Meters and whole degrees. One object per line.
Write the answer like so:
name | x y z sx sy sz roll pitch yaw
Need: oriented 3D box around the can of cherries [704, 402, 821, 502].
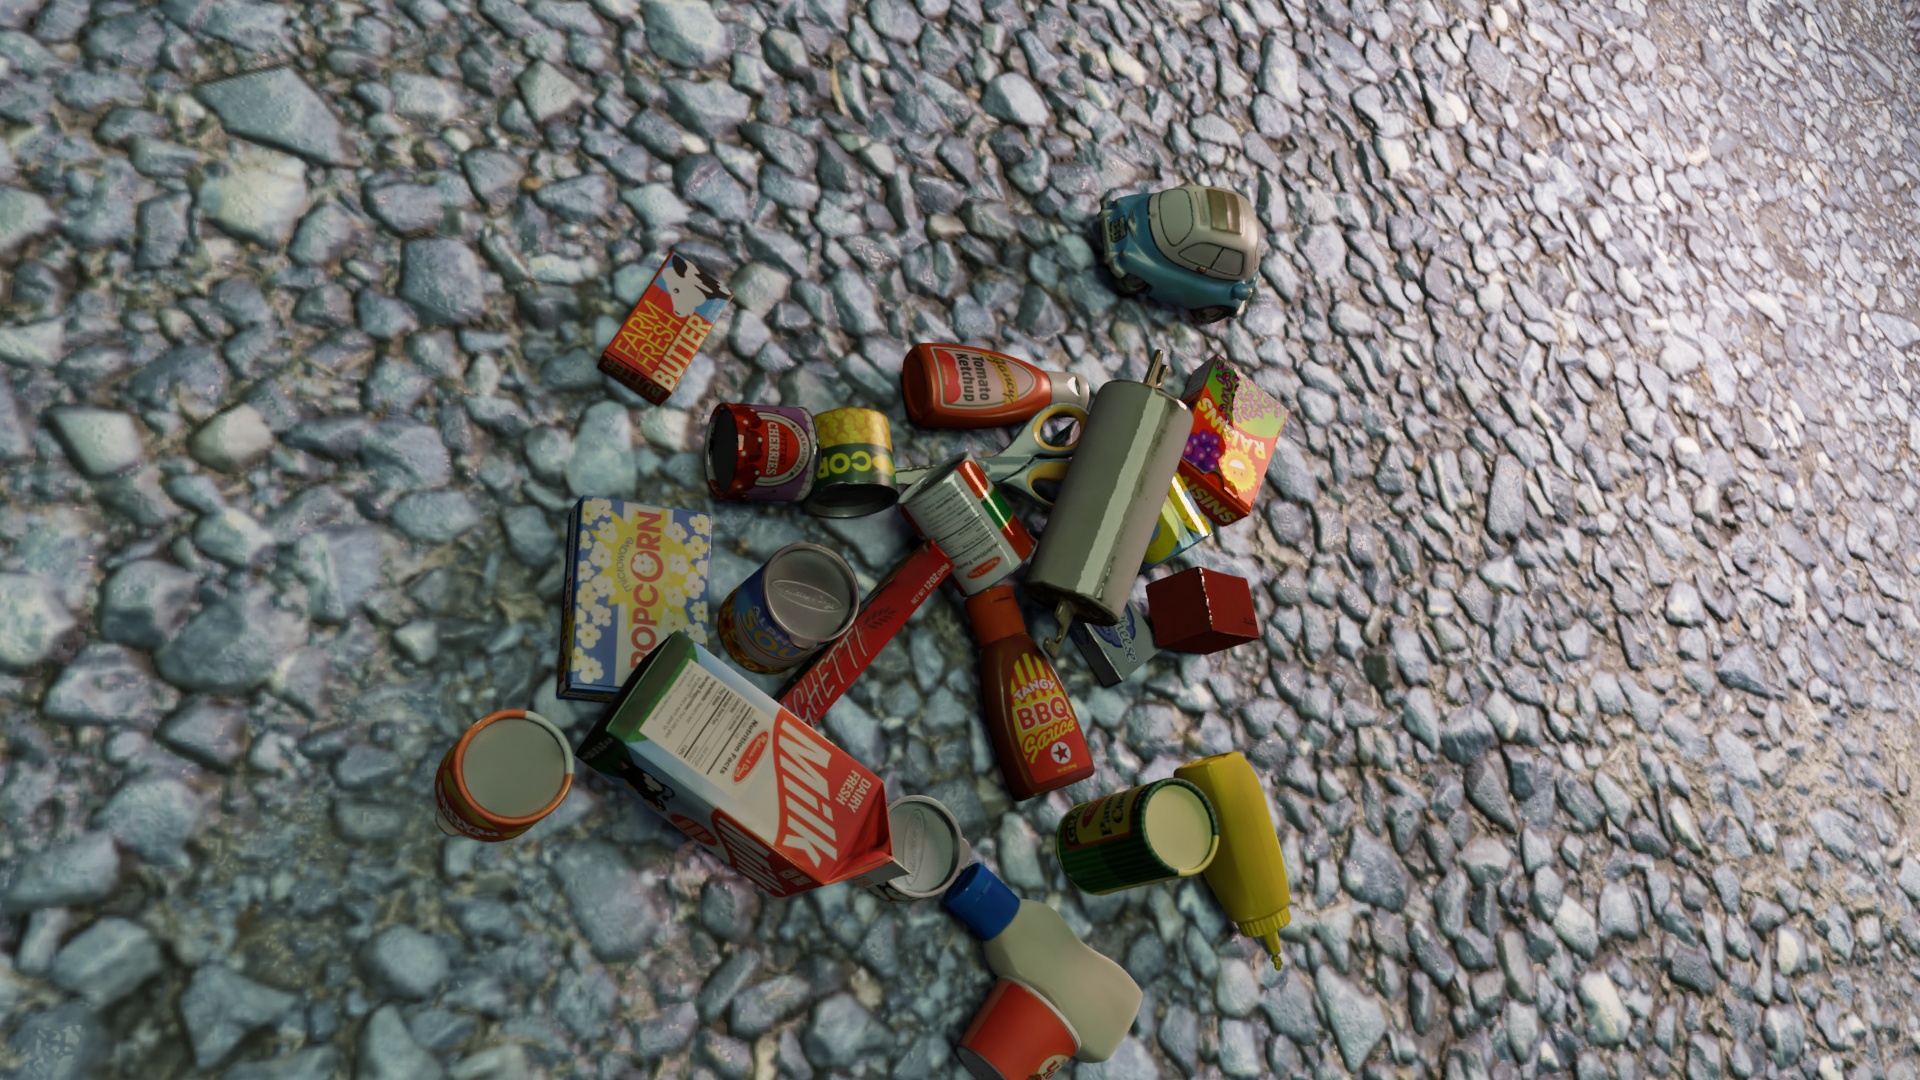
can of cherries | -0.134 -0.060 0.936 0.058 0.071 0.071 2 69 -30

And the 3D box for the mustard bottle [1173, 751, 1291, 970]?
mustard bottle | 0.208 0.237 1.023 0.049 0.065 0.160 -17 85 -29

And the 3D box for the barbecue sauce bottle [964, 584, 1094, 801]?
barbecue sauce bottle | 0.043 0.106 0.989 0.065 0.043 0.149 -12 76 -32

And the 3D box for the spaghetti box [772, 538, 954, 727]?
spaghetti box | -0.091 0.091 0.912 0.028 0.050 0.251 46 55 -6

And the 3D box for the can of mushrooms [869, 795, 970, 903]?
can of mushrooms | -0.032 0.203 0.910 0.071 0.033 0.071 12 64 -26

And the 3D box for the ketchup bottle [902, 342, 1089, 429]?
ketchup bottle | 0.029 -0.116 1.075 0.149 0.043 0.065 0 70 -31

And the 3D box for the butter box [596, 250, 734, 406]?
butter box | -0.203 -0.147 0.961 0.053 0.024 0.104 34 57 -16

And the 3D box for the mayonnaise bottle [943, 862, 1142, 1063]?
mayonnaise bottle | 0.053 0.277 0.926 0.148 0.041 0.065 45 53 -6

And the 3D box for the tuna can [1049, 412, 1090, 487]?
tuna can | 0.103 -0.065 1.103 0.071 0.032 0.071 12 65 -27

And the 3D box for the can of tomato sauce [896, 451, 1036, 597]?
can of tomato sauce | 0.004 -0.012 0.992 0.083 0.071 0.071 54 53 -13

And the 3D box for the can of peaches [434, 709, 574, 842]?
can of peaches | -0.260 0.135 0.788 0.071 0.058 0.071 12 64 -27

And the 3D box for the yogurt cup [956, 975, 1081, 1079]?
yogurt cup | 0.034 0.320 0.883 0.072 0.072 0.054 49 62 -4

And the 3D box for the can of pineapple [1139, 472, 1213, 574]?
can of pineapple | 0.158 -0.015 1.093 0.071 0.070 0.058 -27 85 -36

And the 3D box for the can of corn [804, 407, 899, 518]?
can of corn | -0.080 -0.054 0.967 0.071 0.071 0.058 3 68 -30

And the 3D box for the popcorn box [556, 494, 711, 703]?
popcorn box | -0.204 0.039 0.874 0.085 0.038 0.127 10 65 -28

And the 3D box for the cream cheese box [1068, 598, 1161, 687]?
cream cheese box | 0.105 0.055 1.060 0.053 0.024 0.104 -32 89 -37

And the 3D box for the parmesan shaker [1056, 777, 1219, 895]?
parmesan shaker | 0.123 0.203 0.959 0.071 0.102 0.071 12 64 -26

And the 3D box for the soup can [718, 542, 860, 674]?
soup can | -0.113 0.048 0.896 0.071 0.083 0.071 12 65 -26

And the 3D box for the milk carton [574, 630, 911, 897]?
milk carton | -0.117 0.143 0.800 0.190 0.072 0.074 38 57 -11

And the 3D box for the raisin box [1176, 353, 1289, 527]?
raisin box | 0.221 -0.085 1.178 0.086 0.040 0.124 37 57 -14
